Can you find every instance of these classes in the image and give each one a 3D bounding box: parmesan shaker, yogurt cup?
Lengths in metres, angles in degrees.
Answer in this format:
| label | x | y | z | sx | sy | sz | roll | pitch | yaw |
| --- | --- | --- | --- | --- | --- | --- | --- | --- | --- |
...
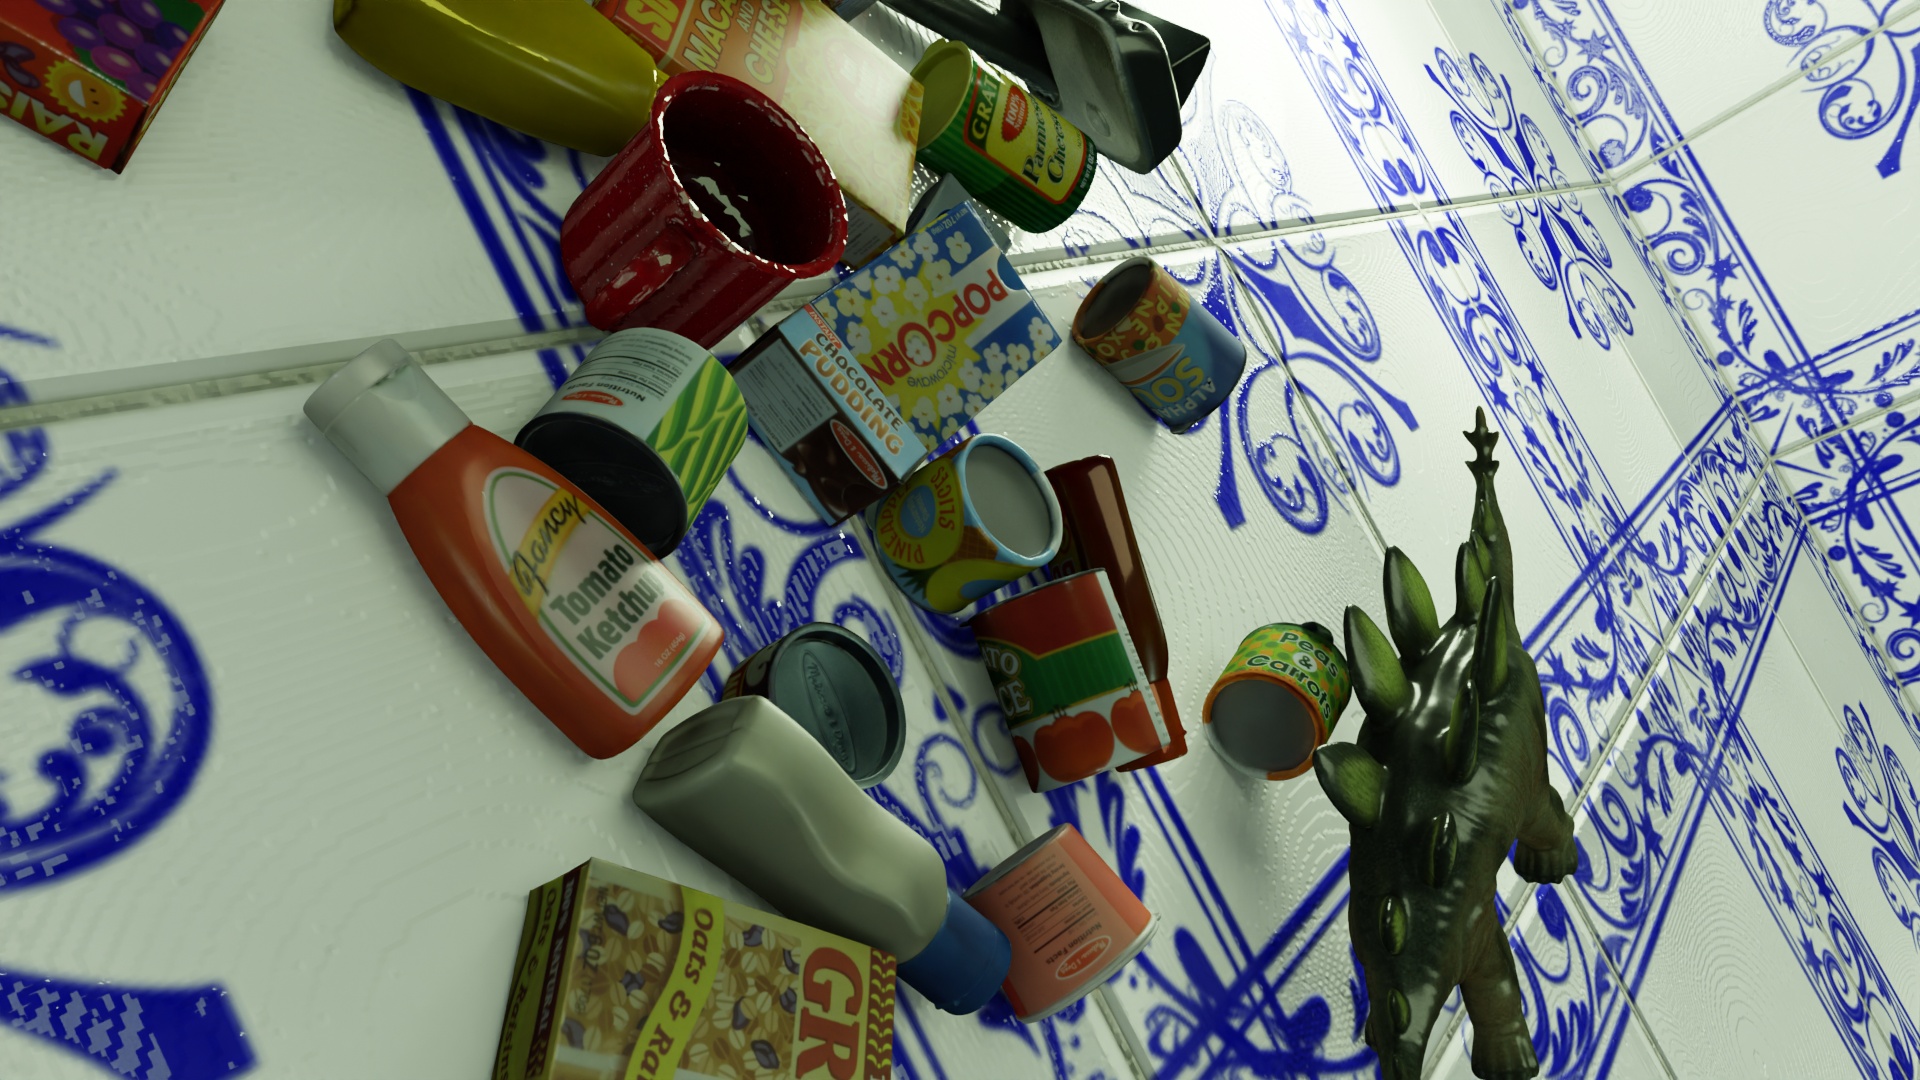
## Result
| label | x | y | z | sx | sy | sz | roll | pitch | yaw |
| --- | --- | --- | --- | --- | --- | --- | --- | --- | --- |
| parmesan shaker | 0.020 | -0.227 | 0.782 | 0.103 | 0.071 | 0.071 | 23 | 50 | -38 |
| yogurt cup | 0.036 | 0.150 | 0.553 | 0.054 | 0.072 | 0.073 | 55 | 37 | 7 |

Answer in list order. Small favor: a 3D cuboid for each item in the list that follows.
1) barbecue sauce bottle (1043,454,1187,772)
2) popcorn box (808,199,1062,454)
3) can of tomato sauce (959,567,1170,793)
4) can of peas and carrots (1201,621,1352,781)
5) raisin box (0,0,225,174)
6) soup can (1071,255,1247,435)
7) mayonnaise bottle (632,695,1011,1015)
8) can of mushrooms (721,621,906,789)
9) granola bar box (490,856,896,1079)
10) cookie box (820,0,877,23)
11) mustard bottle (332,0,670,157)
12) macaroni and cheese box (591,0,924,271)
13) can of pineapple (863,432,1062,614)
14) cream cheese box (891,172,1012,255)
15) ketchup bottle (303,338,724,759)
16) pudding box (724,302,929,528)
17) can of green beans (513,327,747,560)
| label | x | y | z | sx | sy | sz | roll | pitch | yaw |
| --- | --- | --- | --- | --- | --- | --- | --- | --- | --- |
| barbecue sauce bottle | 0.072 | 0.036 | 0.674 | 0.044 | 0.064 | 0.148 | -14 | 83 | -13 |
| popcorn box | -0.020 | -0.093 | 0.648 | 0.085 | 0.038 | 0.127 | 54 | 51 | -9 |
| can of tomato sauce | 0.046 | 0.063 | 0.618 | 0.071 | 0.071 | 0.083 | -10 | 76 | -51 |
| can of peas and carrots | 0.170 | 0.084 | 0.740 | 0.071 | 0.070 | 0.059 | 56 | 38 | -5 |
| raisin box | -0.296 | -0.181 | 0.419 | 0.123 | 0.040 | 0.086 | 30 | 45 | -31 |
| soup can | 0.116 | -0.114 | 0.817 | 0.083 | 0.071 | 0.072 | 37 | 43 | -26 |
| mayonnaise bottle | -0.042 | 0.115 | 0.490 | 0.148 | 0.064 | 0.041 | 45 | 42 | -24 |
| can of mushrooms | -0.057 | 0.067 | 0.526 | 0.071 | 0.033 | 0.071 | 28 | 48 | -35 |
| granola bar box | -0.080 | 0.193 | 0.410 | 0.124 | 0.039 | 0.166 | 29 | 46 | -33 |
| cookie box | -0.091 | -0.332 | 0.686 | 0.123 | 0.040 | 0.168 | 54 | 6 | -6 |
| mustard bottle | -0.167 | -0.192 | 0.564 | 0.160 | 0.048 | 0.065 | 21 | 51 | -40 |
| macaroni and cheese box | -0.095 | -0.225 | 0.674 | 0.166 | 0.040 | 0.124 | 32 | 44 | -31 |
| can of pineapple | 0.002 | -0.008 | 0.623 | 0.071 | 0.057 | 0.071 | 27 | 48 | -35 |
| cream cheese box | -0.009 | -0.146 | 0.731 | 0.053 | 0.024 | 0.104 | 43 | 40 | -19 |
| ketchup bottle | -0.149 | 0.001 | 0.459 | 0.148 | 0.043 | 0.065 | 48 | 43 | -13 |
| pudding box | -0.059 | -0.052 | 0.590 | 0.083 | 0.049 | 0.030 | 52 | 40 | -9 |
| can of green beans | -0.117 | -0.034 | 0.500 | 0.071 | 0.071 | 0.058 | 45 | 39 | -19 |
